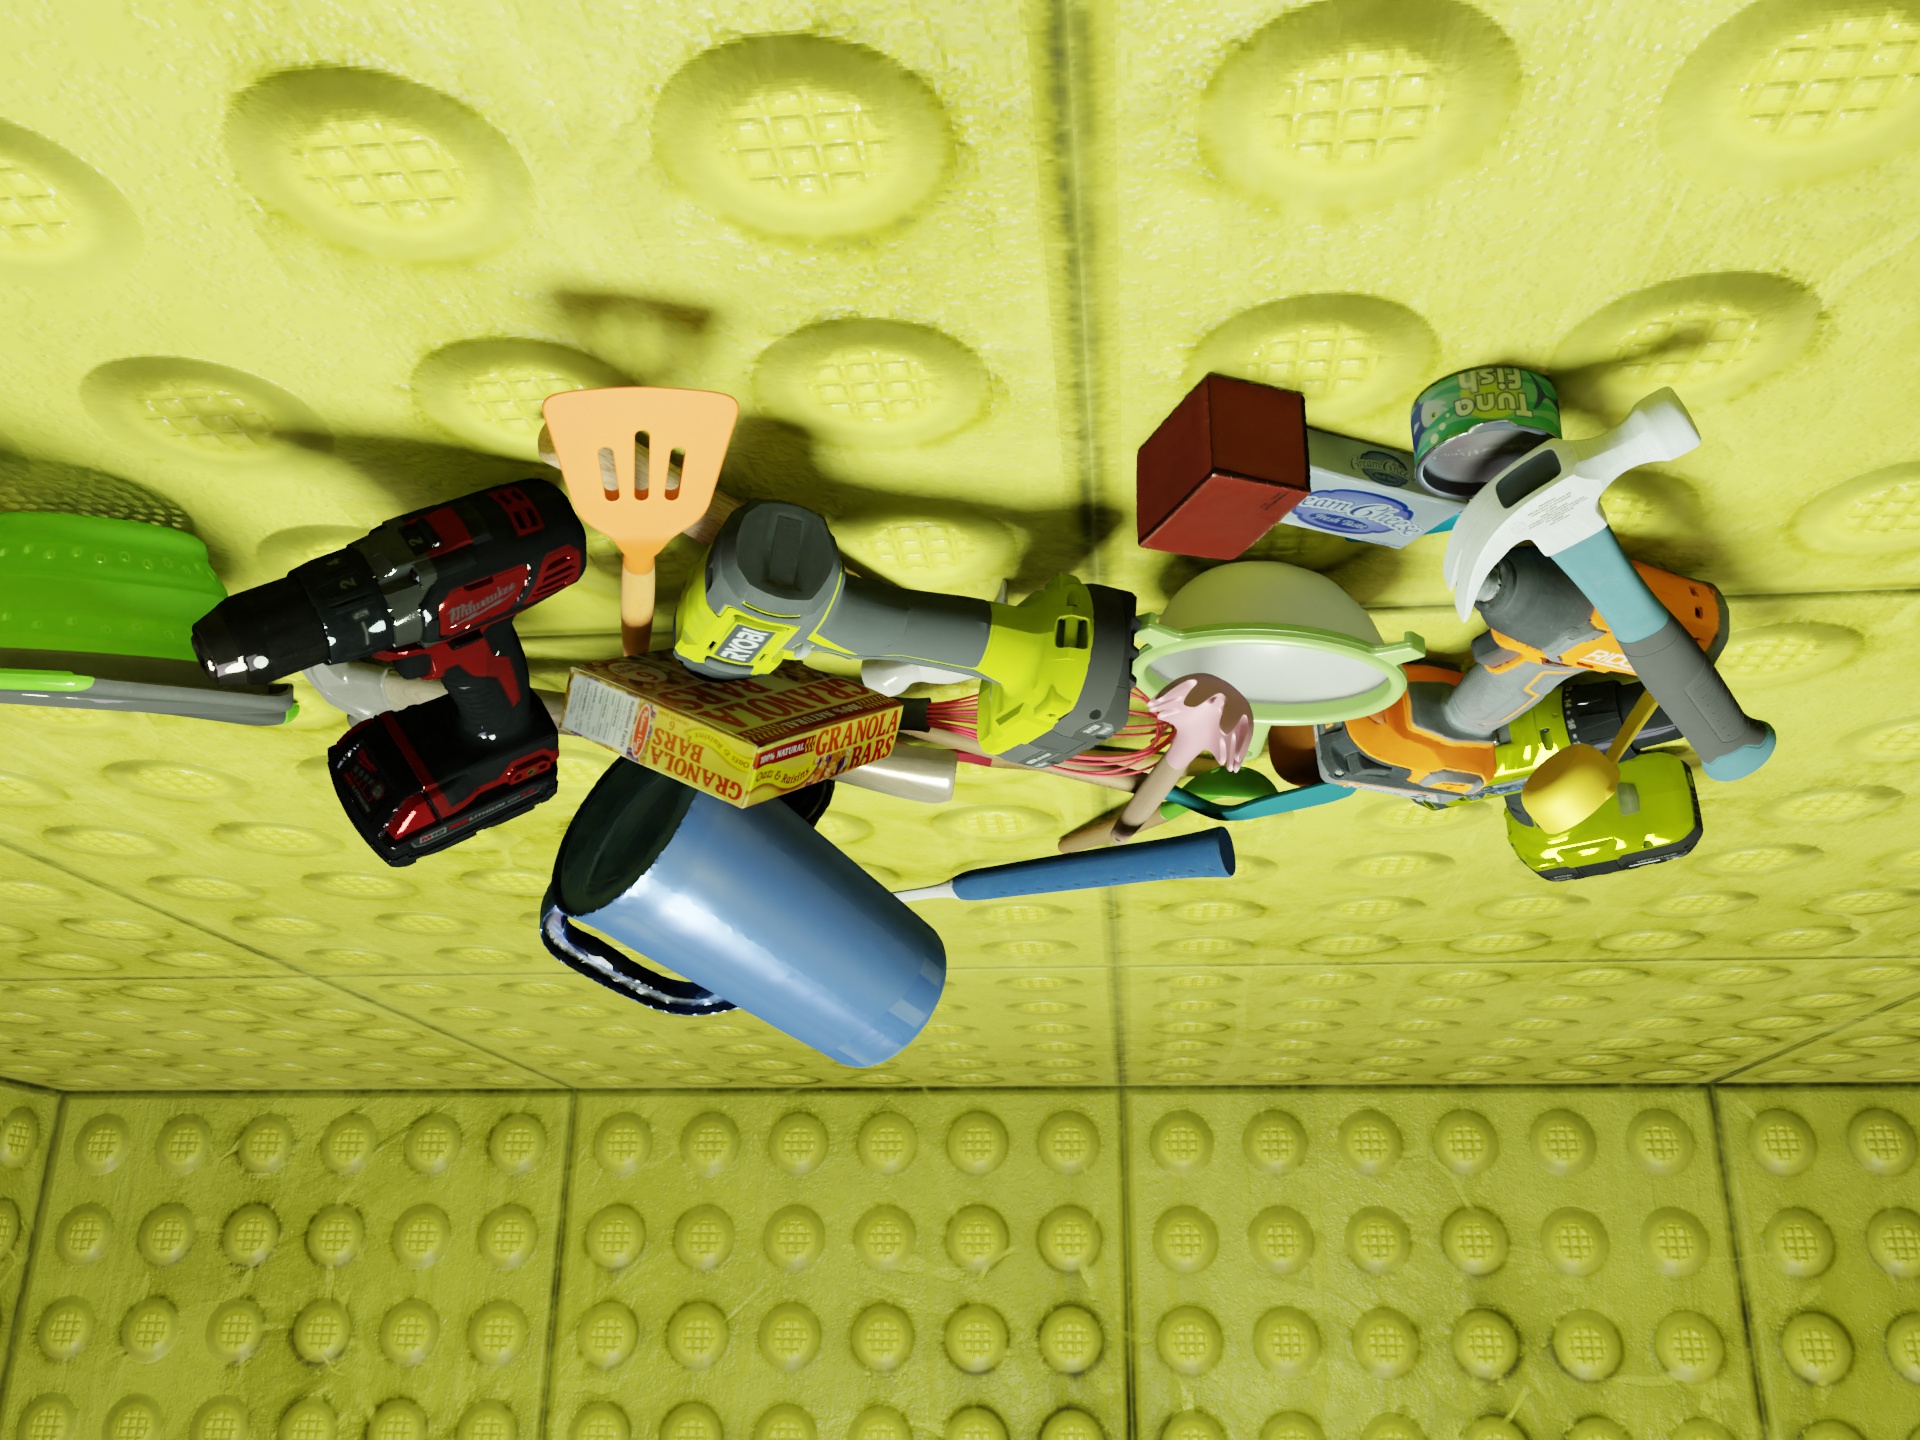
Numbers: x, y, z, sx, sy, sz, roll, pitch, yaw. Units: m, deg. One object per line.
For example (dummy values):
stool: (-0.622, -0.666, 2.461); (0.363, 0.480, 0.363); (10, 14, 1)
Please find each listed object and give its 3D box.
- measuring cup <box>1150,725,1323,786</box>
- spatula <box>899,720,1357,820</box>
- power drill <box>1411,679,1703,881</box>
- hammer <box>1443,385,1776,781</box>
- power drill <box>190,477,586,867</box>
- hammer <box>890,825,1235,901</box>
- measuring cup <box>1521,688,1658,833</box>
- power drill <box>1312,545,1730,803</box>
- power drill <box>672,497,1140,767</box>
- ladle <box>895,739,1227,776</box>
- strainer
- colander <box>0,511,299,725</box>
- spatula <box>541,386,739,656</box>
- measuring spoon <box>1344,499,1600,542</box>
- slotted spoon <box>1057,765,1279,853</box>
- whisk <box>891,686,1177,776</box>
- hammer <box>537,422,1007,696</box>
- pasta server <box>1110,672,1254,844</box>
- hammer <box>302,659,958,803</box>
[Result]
measuring cup: (0.216, 0.021, 1.102); (0.173, 0.052, 0.095); (-11, 156, 22)
spatula: (0.107, 0.028, 1.082); (0.317, 0.044, 0.082); (14, 171, 12)
power drill: (0.436, 0.037, 1.111); (0.190, 0.080, 0.228); (-17, 151, 32)
hammer: (0.351, -0.044, 0.807); (0.128, 0.033, 0.330); (-29, 140, 27)
power drill: (-0.291, -0.018, 0.830); (0.188, 0.080, 0.226); (-27, 156, -31)
hammer: (-0.013, 0.118, 1.111); (0.405, 0.035, 0.144); (-11, 158, 22)
measuring cup: (0.394, 0.003, 0.968); (0.029, 0.156, 0.062); (42, 163, -4)
power drill: (0.304, -0.031, 0.934); (0.164, 0.084, 0.226); (11, 153, -23)
power drill: (-0.035, -0.040, 0.833); (0.223, 0.080, 0.171); (13, 161, -18)
ladle: (0.046, 0.027, 1.165); (0.315, 0.031, 0.069); (3, 167, -12)
strainer: (0.177, -0.036, 0.940); (0.151, 0.069, 0.256); (5, 165, 7)
colander: (-0.462, -0.051, 0.912); (0.204, 0.094, 0.397); (2, 177, -3)
spatula: (-0.162, -0.081, 0.801); (0.081, 0.041, 0.322); (-3, 168, -13)
measuring spoon: (0.267, -0.098, 0.831); (0.128, 0.021, 0.042); (-7, 158, 15)
slotted spoon: (0.149, 0.075, 1.256); (0.070, 0.031, 0.314); (1, 167, -23)
whisk: (-0.002, -0.003, 1.045); (0.296, 0.073, 0.073); (3, 160, 9)
hammer: (-0.088, -0.086, 0.862); (0.130, 0.031, 0.331); (-13, 155, 33)
pasta server: (0.123, 0.036, 0.976); (0.060, 0.040, 0.316); (37, 162, 7)
hammer: (-0.205, 0.000, 1.012); (0.410, 0.038, 0.146); (9, 158, 0)
